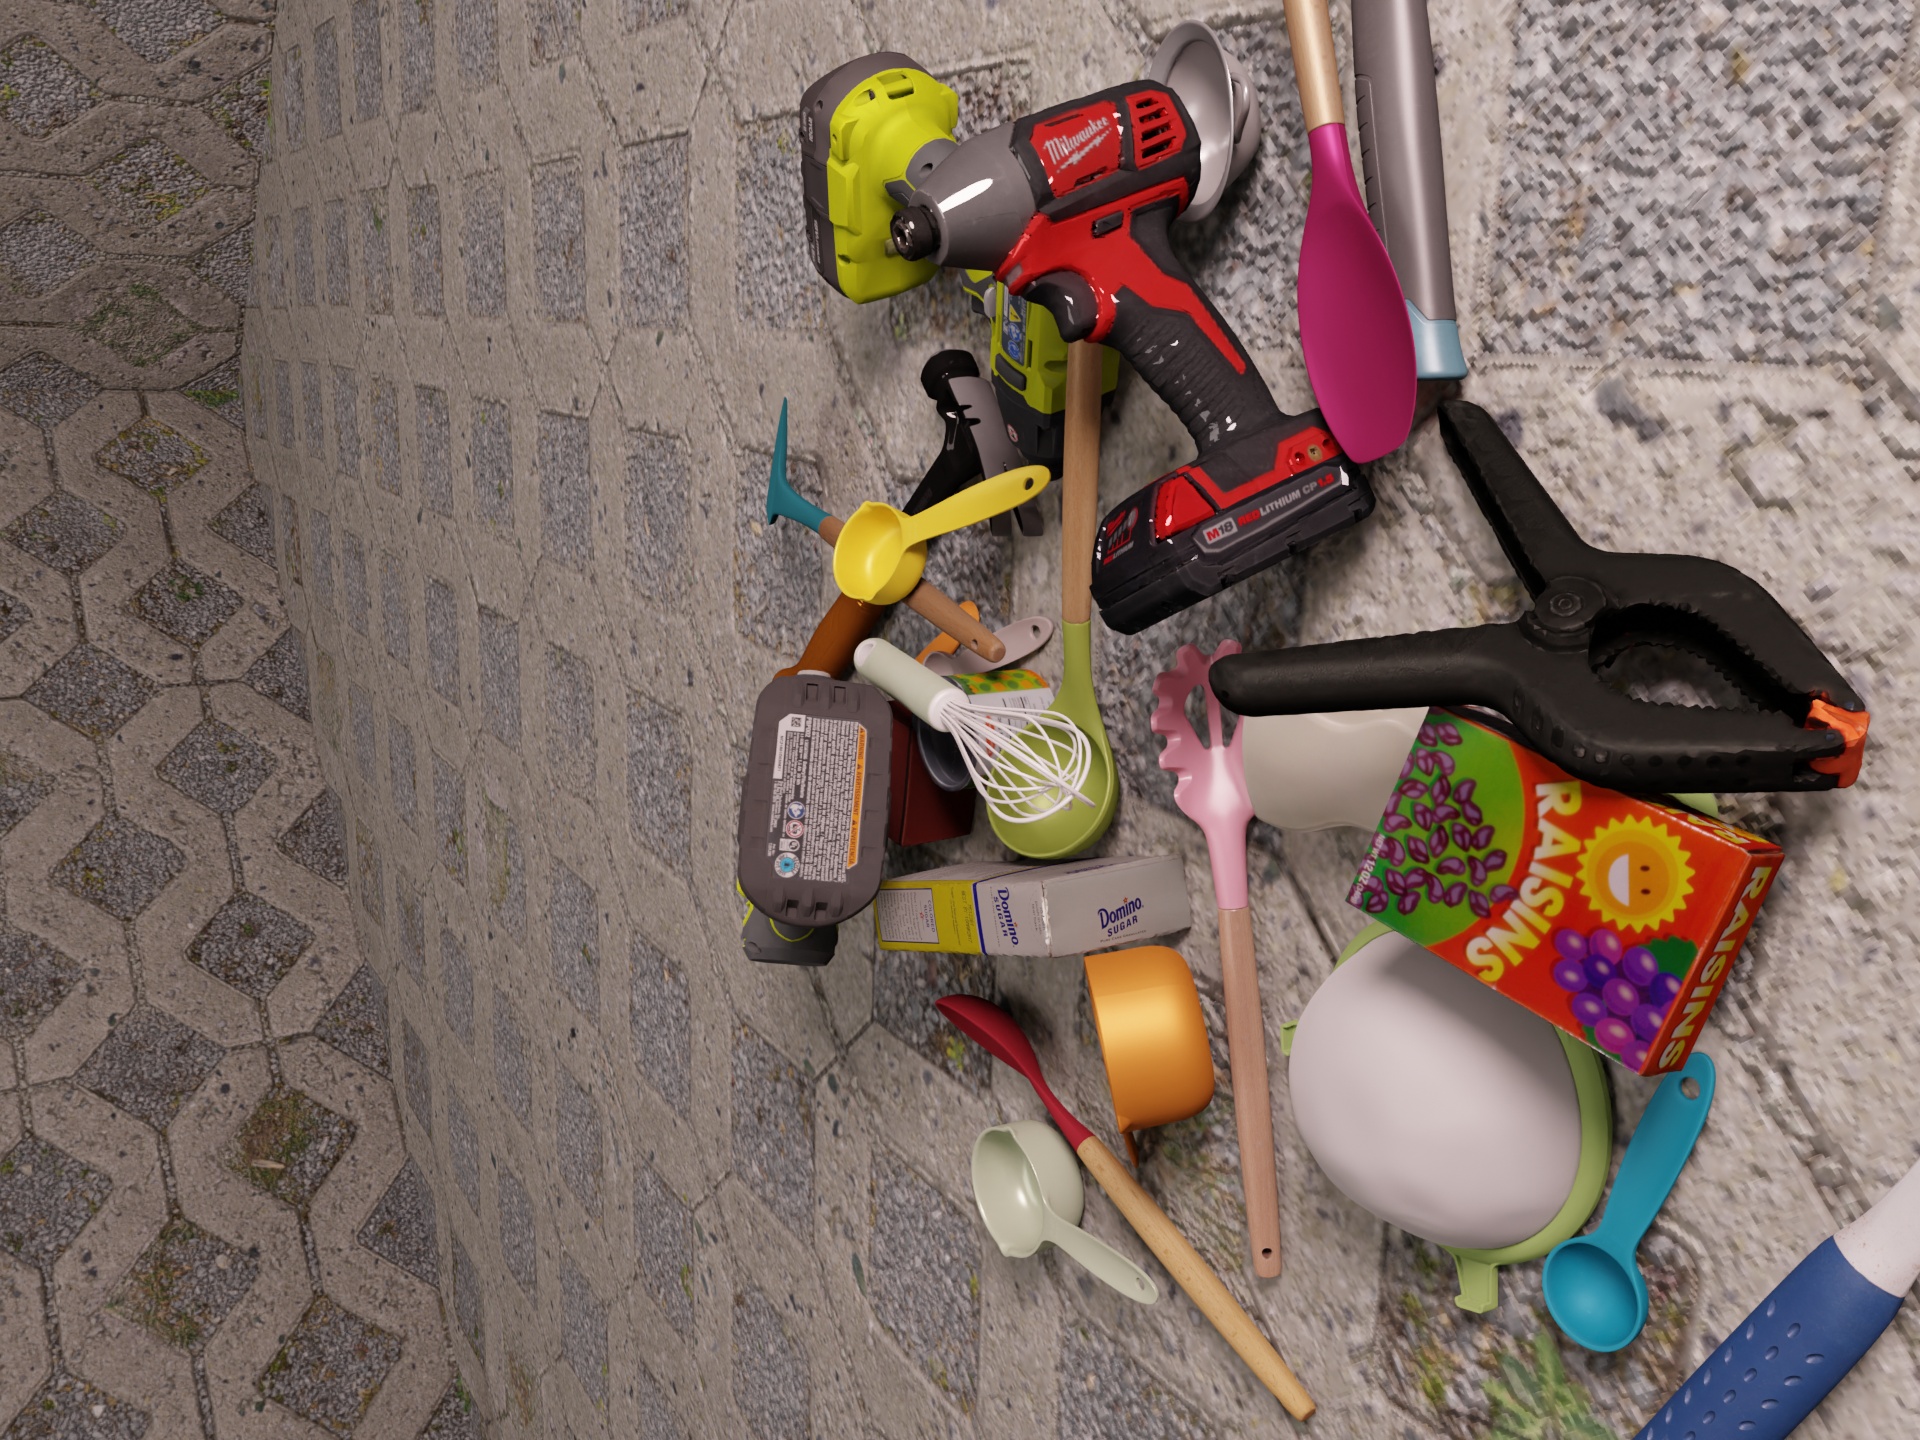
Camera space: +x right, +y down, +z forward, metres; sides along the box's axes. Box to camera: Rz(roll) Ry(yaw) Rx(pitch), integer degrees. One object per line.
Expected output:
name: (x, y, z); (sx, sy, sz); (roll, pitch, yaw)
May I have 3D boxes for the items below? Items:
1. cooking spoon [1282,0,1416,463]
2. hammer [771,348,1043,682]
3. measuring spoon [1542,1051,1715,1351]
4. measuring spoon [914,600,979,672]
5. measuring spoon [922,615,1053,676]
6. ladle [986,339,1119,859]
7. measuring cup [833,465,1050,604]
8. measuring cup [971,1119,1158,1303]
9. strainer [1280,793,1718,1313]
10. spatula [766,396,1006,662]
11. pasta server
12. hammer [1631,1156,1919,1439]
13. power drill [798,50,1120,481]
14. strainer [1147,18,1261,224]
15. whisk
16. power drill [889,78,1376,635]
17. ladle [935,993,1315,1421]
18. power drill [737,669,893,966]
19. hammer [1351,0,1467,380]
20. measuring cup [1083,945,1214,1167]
cooking spoon: (0.143, -0.262, 0.639); (0.069, 0.017, 0.319); (163, 98, -69)
hammer: (-0.053, -0.082, 1.029); (0.336, 0.034, 0.127); (-49, 54, 50)
measuring spoon: (0.261, 0.181, 0.603); (0.042, 0.021, 0.128); (36, 116, 48)
measuring spoon: (-0.019, -0.040, 1.002); (0.117, 0.011, 0.021); (-46, 58, 51)
measuring spoon: (0.019, -0.039, 0.946); (0.124, 0.018, 0.034); (-24, 81, 50)
ladle: (0.051, -0.072, 0.798); (0.078, 0.062, 0.320); (25, 128, 38)
measuring cup: (-0.006, -0.106, 0.884); (0.156, 0.029, 0.062); (-18, 66, 36)
measuring cup: (0.067, 0.283, 0.904); (0.168, 0.038, 0.083); (19, 111, 53)
strainer: (0.202, 0.119, 0.628); (0.152, 0.069, 0.256); (58, 141, 35)
spatula: (-0.059, -0.112, 0.982); (0.318, 0.044, 0.082); (40, 126, 44)
pasta server: (0.134, 0.118, 0.766); (0.040, 0.060, 0.316); (-37, -59, -80)
hammer: (0.303, 0.173, 0.511); (0.144, 0.035, 0.405); (52, 136, 40)
power drill: (0.003, -0.244, 0.851); (0.223, 0.080, 0.171); (49, 153, 34)
strainer: (0.080, -0.277, 0.778); (0.258, 0.050, 0.087); (14, 112, 62)
whisk: (-0.001, -0.003, 0.838); (0.058, 0.059, 0.247); (-55, 32, 0)
power drill: (0.070, -0.157, 0.680); (0.219, 0.143, 0.078); (64, 158, 0)
ladle: (0.084, 0.252, 0.874); (0.316, 0.031, 0.069); (45, 173, 40)
power drill: (-0.092, 0.047, 0.957); (0.228, 0.080, 0.191); (129, 146, -76)
hammer: (0.170, -0.299, 0.638); (0.128, 0.033, 0.331); (-2, 94, 59)
measuring cup: (0.102, 0.182, 0.814); (0.173, 0.052, 0.095); (74, -175, -47)
